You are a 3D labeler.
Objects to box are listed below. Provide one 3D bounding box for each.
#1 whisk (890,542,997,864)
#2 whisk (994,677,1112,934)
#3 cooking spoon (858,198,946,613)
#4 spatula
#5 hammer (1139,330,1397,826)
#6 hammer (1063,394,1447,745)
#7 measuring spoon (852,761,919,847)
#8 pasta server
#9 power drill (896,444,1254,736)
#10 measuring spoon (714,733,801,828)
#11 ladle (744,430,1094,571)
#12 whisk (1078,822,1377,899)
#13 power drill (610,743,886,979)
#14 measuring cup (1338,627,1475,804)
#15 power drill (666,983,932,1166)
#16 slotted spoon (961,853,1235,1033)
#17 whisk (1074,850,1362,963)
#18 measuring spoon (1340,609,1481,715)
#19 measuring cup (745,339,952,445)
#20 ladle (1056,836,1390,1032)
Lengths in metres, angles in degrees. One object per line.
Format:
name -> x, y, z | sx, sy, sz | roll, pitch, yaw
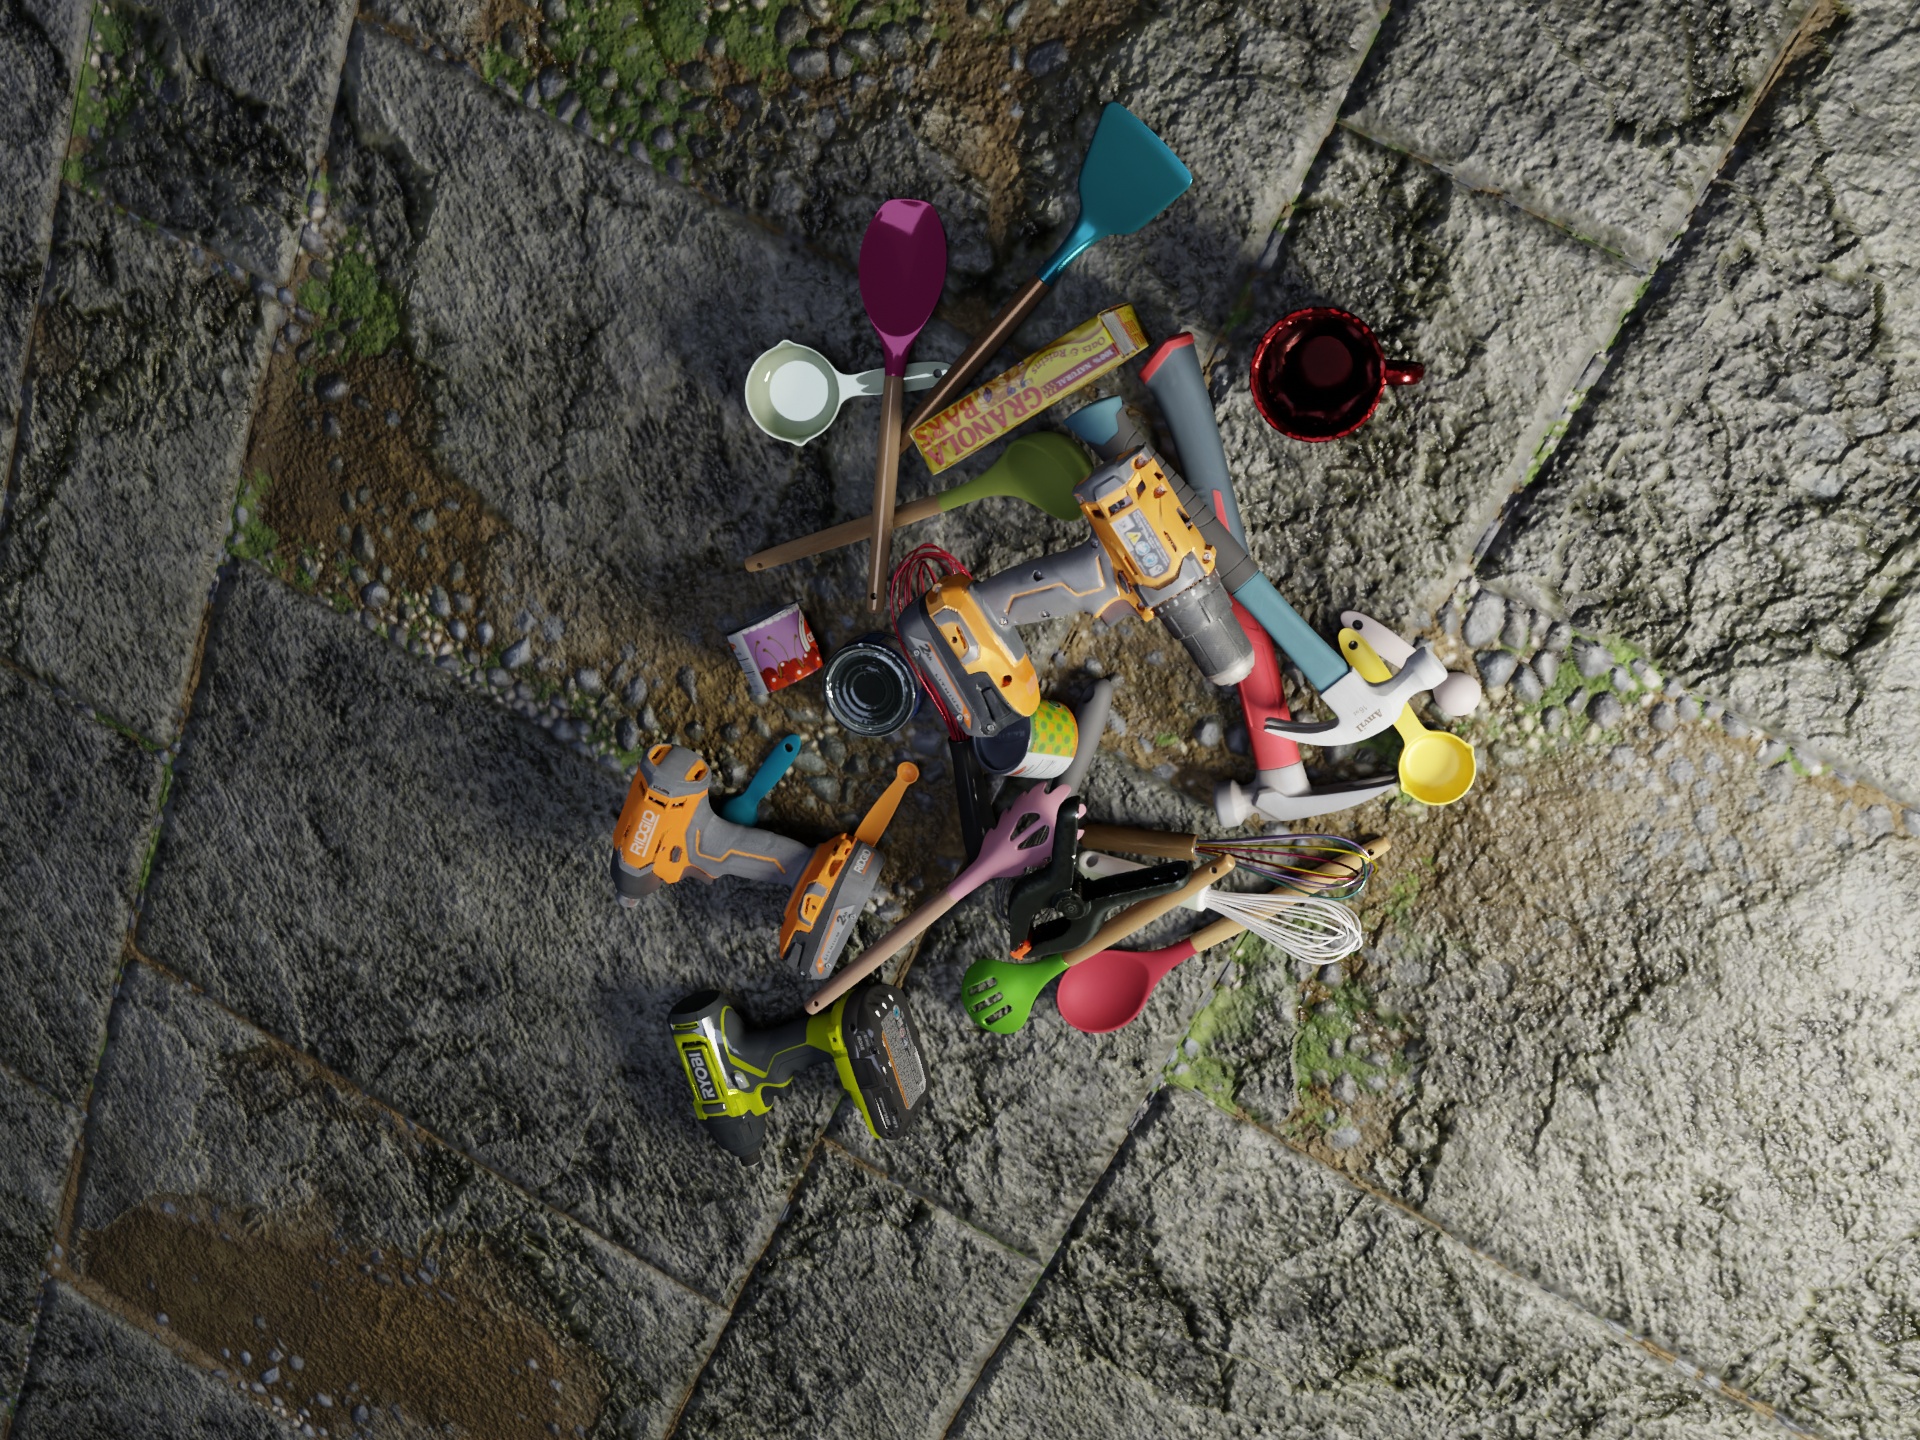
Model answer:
whisk -> -0.002, -0.004, 1.313 | 0.073, 0.073, 0.295 | -4, 112, 18
whisk -> 0.081, 0.074, 1.320 | 0.055, 0.055, 0.239 | 21, 109, 9
cooking spoon -> -0.054, -0.242, 1.241 | 0.069, 0.017, 0.319 | 7, 98, 9
spatula -> 0.041, -0.313, 1.199 | 0.082, 0.044, 0.317 | 44, 113, -1
hammer -> 0.225, -0.108, 1.218 | 0.143, 0.038, 0.386 | -12, 104, 19
hammer -> 0.203, -0.115, 1.183 | 0.128, 0.033, 0.331 | -42, 94, 21
measuring spoon -> -0.067, 0.079, 1.389 | 0.021, 0.011, 0.117 | 37, 118, 7
pasta server -> -0.021, 0.158, 1.337 | 0.316, 0.040, 0.060 | -41, 81, 25
power drill -> 0.090, -0.071, 1.177 | 0.226, 0.084, 0.185 | -30, 99, 23
measuring spoon -> -0.180, 0.060, 1.407 | 0.042, 0.021, 0.128 | 39, 116, 1
ladle -> -0.041, -0.160, 1.274 | 0.320, 0.062, 0.078 | -14, 128, 24
whisk -> 0.213, 0.108, 1.286 | 0.245, 0.047, 0.051 | 5, 91, 24
power drill -> -0.197, 0.135, 1.392 | 0.226, 0.084, 0.164 | 26, 119, 0
measuring cup -> 0.338, -0.006, 1.224 | 0.062, 0.029, 0.156 | -34, 89, 12
power drill -> -0.148, 0.326, 1.462 | 0.223, 0.080, 0.171 | -11, 104, 24
slotted spoon -> 0.106, 0.185, 1.326 | 0.313, 0.031, 0.070 | -37, 81, 34
whisk -> 0.205, 0.145, 1.289 | 0.246, 0.058, 0.059 | 14, 148, 26
measuring spoon -> 0.342, -0.044, 1.213 | 0.124, 0.018, 0.034 | 36, 115, 4
measuring cup -> -0.087, -0.268, 1.268 | 0.167, 0.038, 0.083 | -7, 104, 2
ladle -> 0.216, 0.174, 1.322 | 0.315, 0.031, 0.069 | -32, 90, 22
